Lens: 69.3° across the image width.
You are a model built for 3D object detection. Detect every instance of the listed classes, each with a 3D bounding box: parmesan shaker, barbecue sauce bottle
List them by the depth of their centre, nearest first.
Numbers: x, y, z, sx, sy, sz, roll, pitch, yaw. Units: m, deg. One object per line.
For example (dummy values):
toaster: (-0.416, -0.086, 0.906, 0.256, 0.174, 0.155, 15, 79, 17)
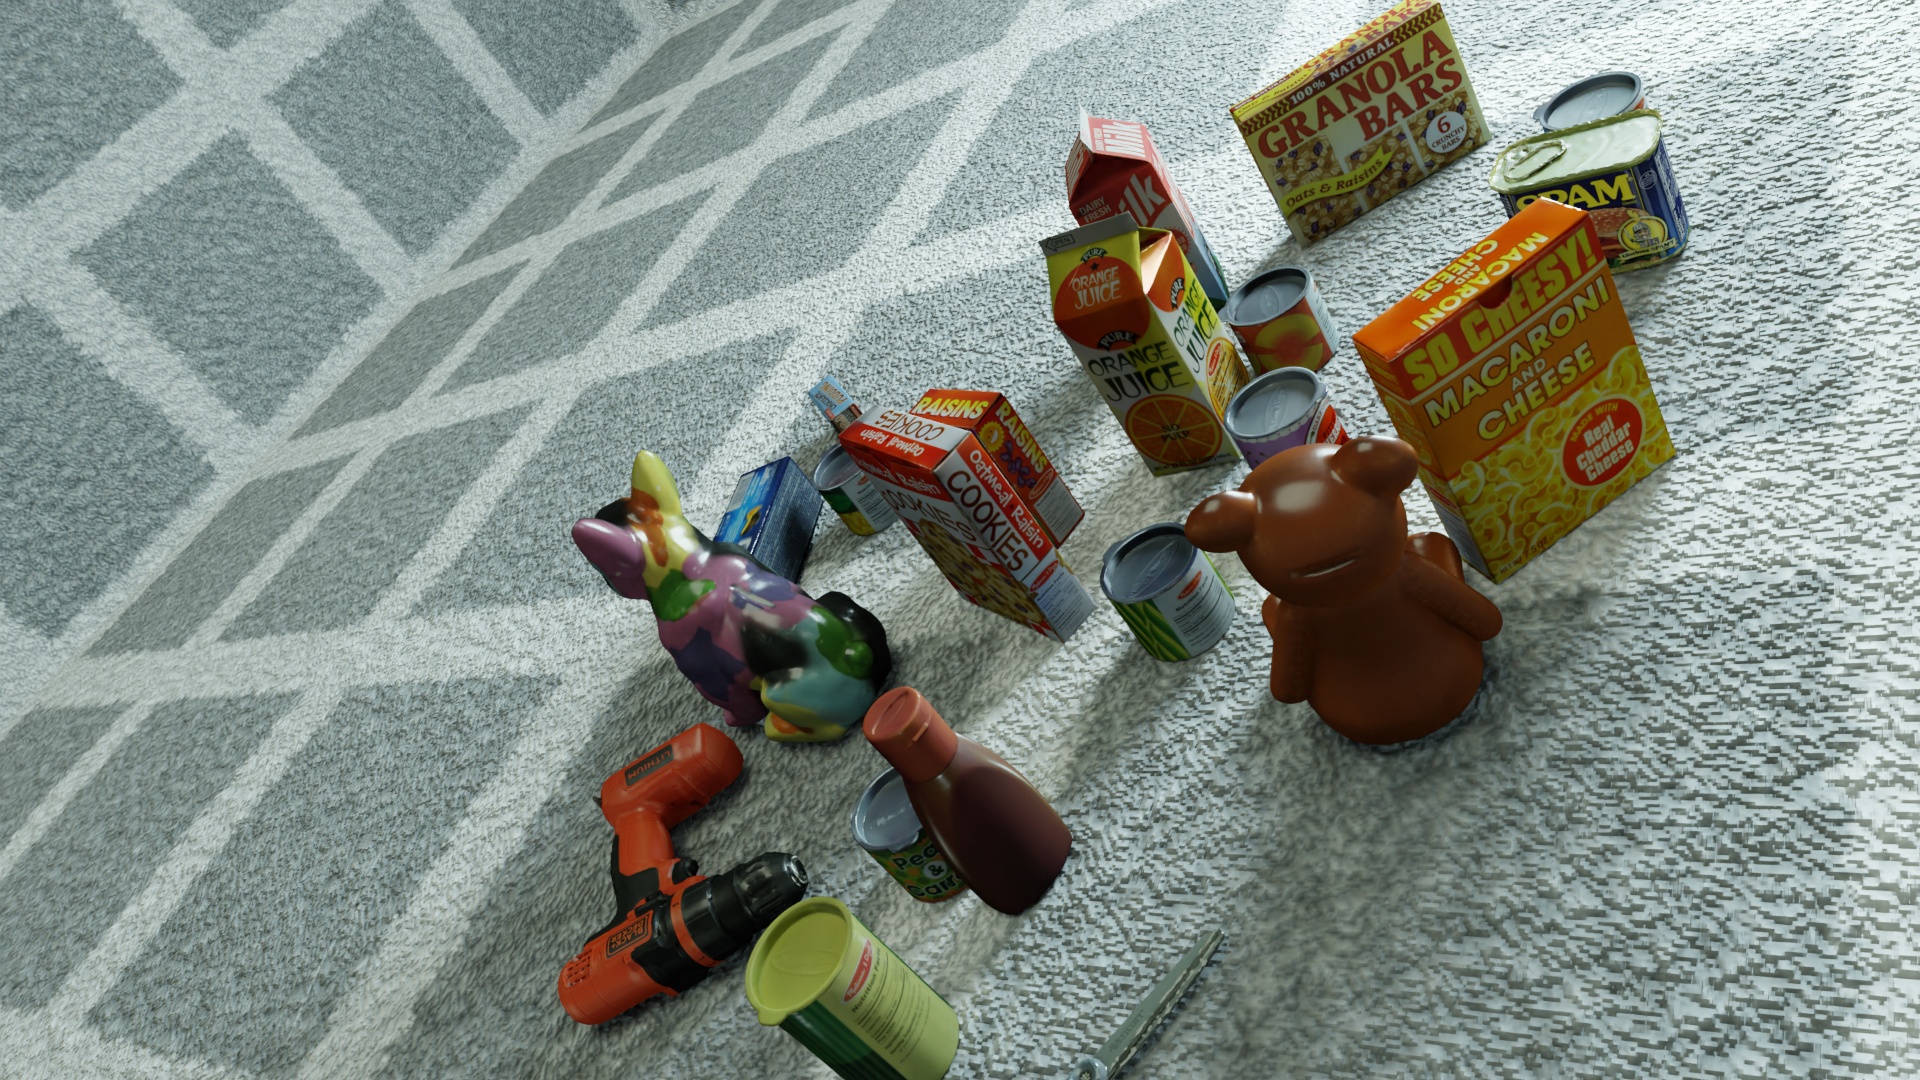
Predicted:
parmesan shaker: (-0.056, 0.244, 0.721, 0.071, 0.102, 0.072, -26, 33, 19)
barbecue sauce bottle: (0.002, 0.139, 0.756, 0.065, 0.148, 0.043, -50, 33, -19)

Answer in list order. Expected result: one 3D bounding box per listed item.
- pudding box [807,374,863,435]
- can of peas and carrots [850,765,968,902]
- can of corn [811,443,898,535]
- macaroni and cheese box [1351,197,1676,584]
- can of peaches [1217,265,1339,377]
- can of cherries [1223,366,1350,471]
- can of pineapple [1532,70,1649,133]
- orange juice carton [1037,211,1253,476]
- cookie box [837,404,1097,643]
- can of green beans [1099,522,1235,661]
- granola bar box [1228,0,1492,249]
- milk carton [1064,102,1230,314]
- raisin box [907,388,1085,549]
pudding box: (-0.109, -0.116, 1.291, 0.030, 0.049, 0.084, -38, 32, -1)
can of peas and carrots: (-0.021, 0.173, 0.821, 0.071, 0.058, 0.071, -25, 33, 18)
can of corn: (-0.083, -0.047, 1.167, 0.071, 0.058, 0.071, -25, 33, 18)
macaroni and cheese box: (0.295, -0.075, 0.730, 0.124, 0.166, 0.040, -37, 31, 1)
can of peaches: (0.229, -0.154, 1.000, 0.071, 0.058, 0.071, -25, 33, 18)
can of cherries: (0.216, -0.070, 0.904, 0.071, 0.058, 0.072, -25, 33, 18)
can of pineapple: (0.440, -0.280, 0.957, 0.071, 0.057, 0.071, -25, 33, 18)
orange juice carton: (0.129, -0.140, 0.952, 0.071, 0.192, 0.073, -11, 40, 36)
cookie box: (0.003, -0.012, 0.933, 0.040, 0.167, 0.123, -47, 33, -15)
can of green beans: (0.128, 0.032, 0.858, 0.071, 0.057, 0.071, -25, 33, 18)
granola bar box: (0.310, -0.324, 1.078, 0.165, 0.124, 0.039, -30, 32, 12)
milk carton: (0.139, -0.251, 1.089, 0.073, 0.190, 0.073, -25, 34, 20)
raisin box: (0.024, -0.053, 1.008, 0.086, 0.123, 0.040, 11, 56, 51)
